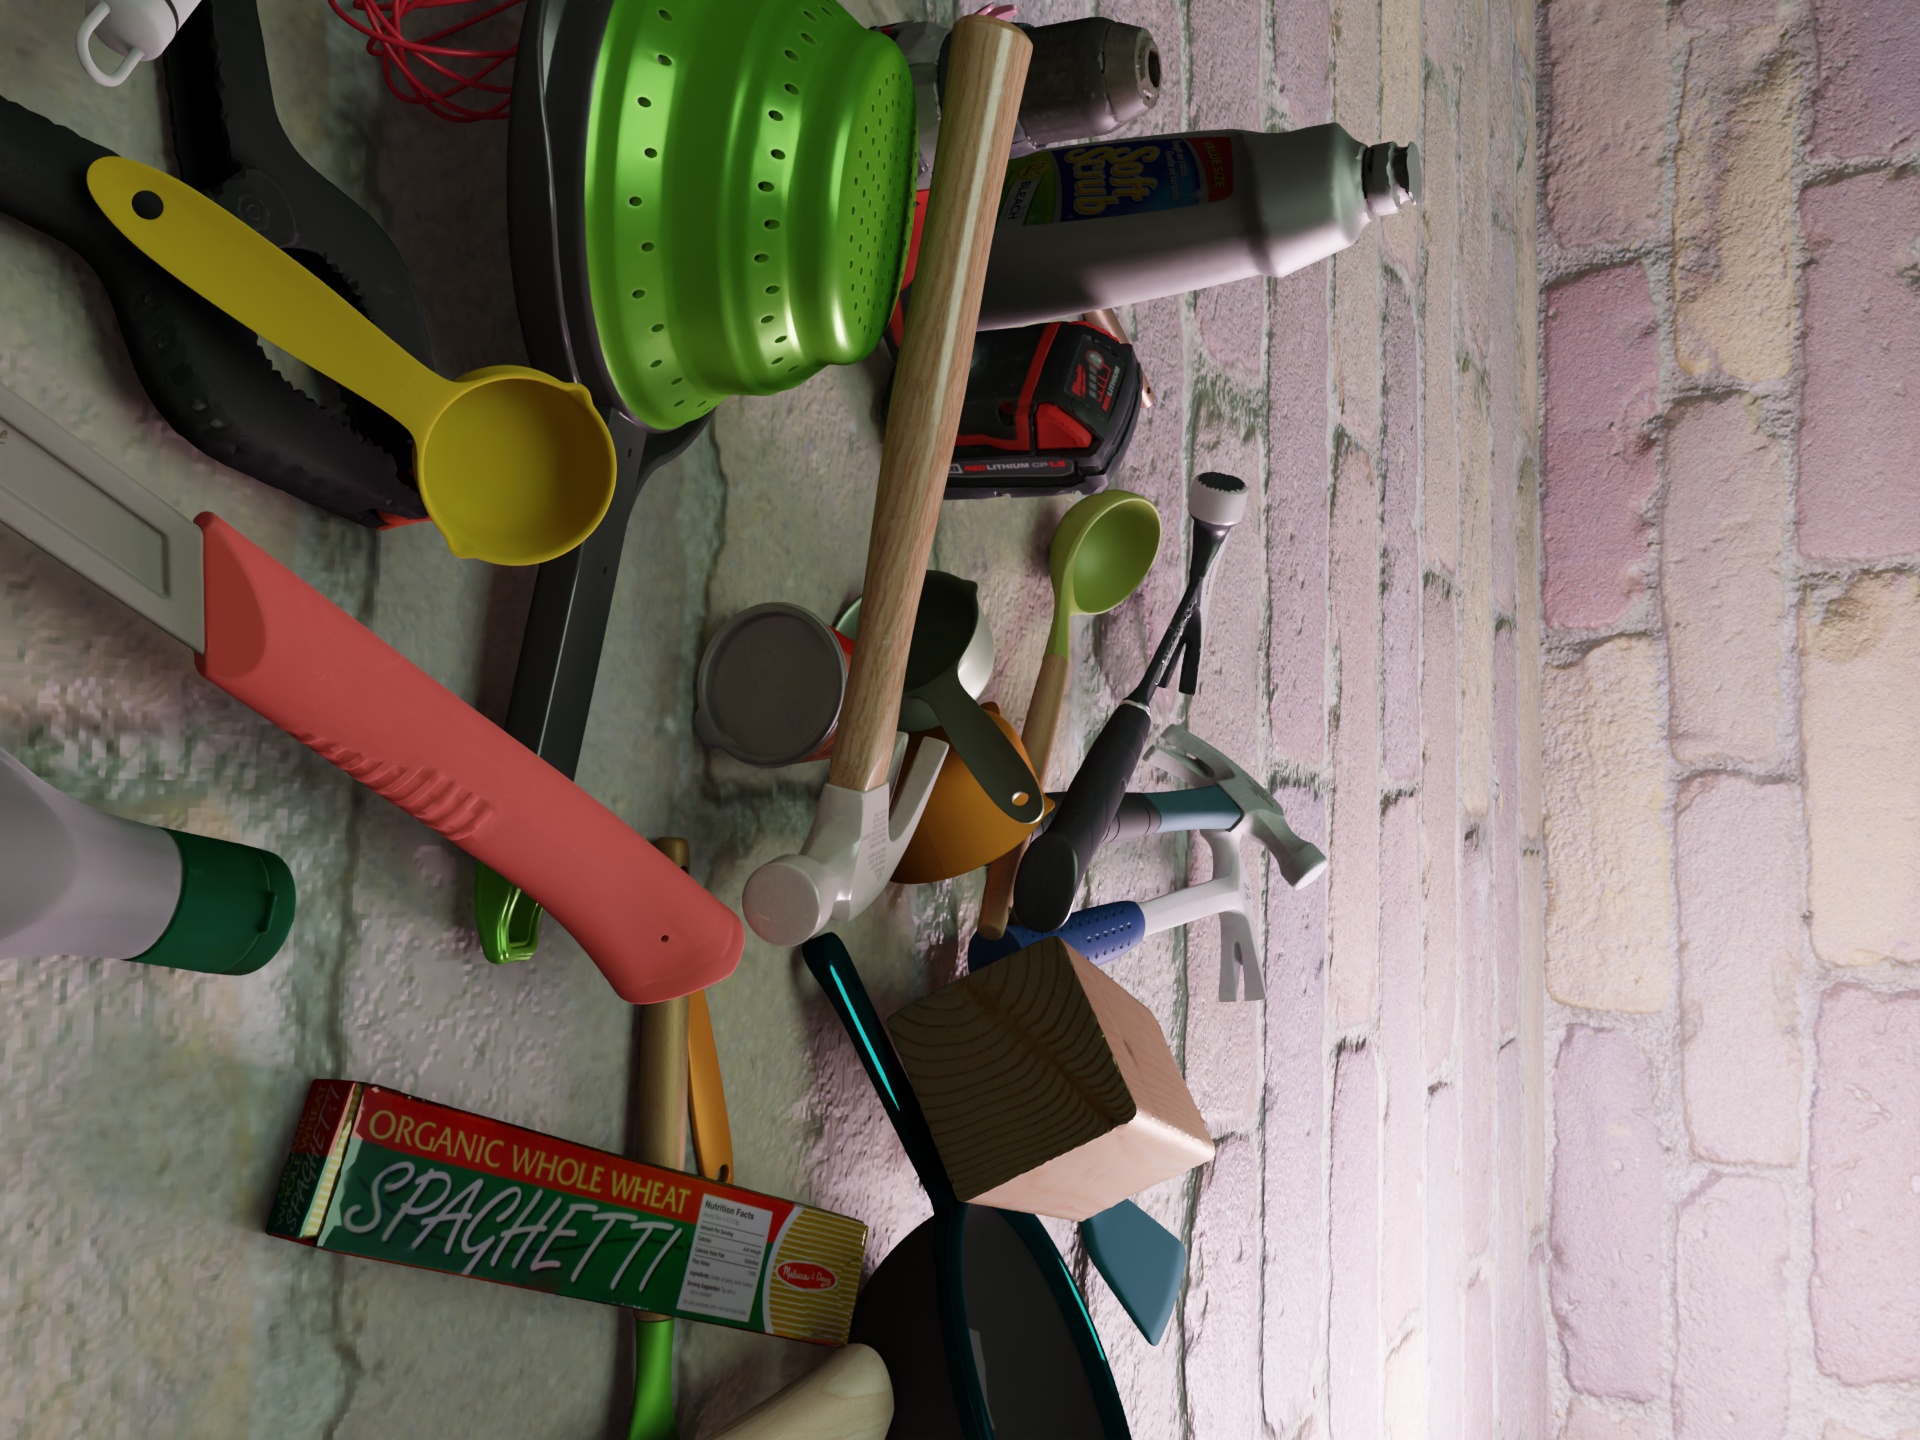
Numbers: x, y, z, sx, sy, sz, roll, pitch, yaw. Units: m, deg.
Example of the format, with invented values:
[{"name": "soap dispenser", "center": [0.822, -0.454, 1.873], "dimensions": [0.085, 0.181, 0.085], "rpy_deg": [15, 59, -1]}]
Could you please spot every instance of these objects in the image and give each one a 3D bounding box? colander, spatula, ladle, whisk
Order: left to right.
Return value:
[{"name": "whisk", "center": [-0.127, -0.281, 0.581], "dimensions": [0.296, 0.073, 0.073], "rpy_deg": [-60, 139, -51]}, {"name": "colander", "center": [-0.086, -0.106, 0.552], "dimensions": [0.204, 0.094, 0.397], "rpy_deg": [30, 70, -81]}, {"name": "ladle", "center": [0.059, -0.012, 0.856], "dimensions": [0.078, 0.062, 0.320], "rpy_deg": [81, 18, -45]}, {"name": "spatula", "center": [0.072, 0.218, 0.926], "dimensions": [0.082, 0.044, 0.317], "rpy_deg": [-51, 131, -55]}]

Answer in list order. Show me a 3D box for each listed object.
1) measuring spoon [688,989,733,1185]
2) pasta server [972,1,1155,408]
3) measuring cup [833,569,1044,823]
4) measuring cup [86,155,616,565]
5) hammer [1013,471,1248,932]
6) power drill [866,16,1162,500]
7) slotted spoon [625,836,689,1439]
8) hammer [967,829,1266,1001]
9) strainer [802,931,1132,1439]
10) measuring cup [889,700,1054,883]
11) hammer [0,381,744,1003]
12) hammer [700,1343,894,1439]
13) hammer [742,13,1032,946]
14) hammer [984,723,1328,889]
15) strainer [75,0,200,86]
[{"name": "measuring spoon", "center": [-0.102, 0.145, 0.651], "dimensions": [0.021, 0.011, 0.117], "rpy_deg": [-21, 107, -59]}, {"name": "pasta server", "center": [0.063, -0.284, 0.935], "dimensions": [0.315, 0.040, 0.060], "rpy_deg": [48, 61, -51]}, {"name": "measuring cup", "center": [-0.001, -0.002, 0.707], "dimensions": [0.168, 0.083, 0.038], "rpy_deg": [54, -3, 41]}, {"name": "measuring cup", "center": [-0.166, -0.102, 0.444], "dimensions": [0.156, 0.029, 0.062], "rpy_deg": [37, 92, -31]}, {"name": "hammer", "center": [0.099, -0.007, 0.896], "dimensions": [0.409, 0.036, 0.149], "rpy_deg": [-55, 157, -57]}, {"name": "power drill", "center": [0.017, -0.204, 0.705], "dimensions": [0.226, 0.188, 0.080], "rpy_deg": [60, 40, -47]}, {"name": "slotted spoon", "center": [-0.116, 0.202, 0.612], "dimensions": [0.070, 0.031, 0.314], "rpy_deg": [12, 77, -58]}, {"name": "hammer", "center": [0.111, 0.128, 0.971], "dimensions": [0.405, 0.035, 0.144], "rpy_deg": [-1, 81, -63]}, {"name": "strainer", "center": [-0.023, 0.266, 0.723], "dimensions": [0.340, 0.095, 0.211], "rpy_deg": [65, 12, 0]}, {"name": "measuring cup", "center": [-0.004, 0.012, 0.781], "dimensions": [0.174, 0.095, 0.052], "rpy_deg": [-75, 146, -62]}, {"name": "hammer", "center": [-0.171, -0.021, 0.436], "dimensions": [0.149, 0.037, 0.358], "rpy_deg": [-55, 136, -11]}, {"name": "hammer", "center": [-0.157, 0.280, 0.487], "dimensions": [0.410, 0.038, 0.146], "rpy_deg": [-10, 96, -55]}, {"name": "hammer", "center": [-0.018, -0.087, 0.596], "dimensions": [0.130, 0.031, 0.331], "rpy_deg": [-23, 125, -72]}, {"name": "hammer", "center": [0.102, 0.056, 0.943], "dimensions": [0.330, 0.128, 0.033], "rpy_deg": [1, 133, -53]}, {"name": "strainer", "center": [-0.184, -0.256, 0.448], "dimensions": [0.086, 0.050, 0.259], "rpy_deg": [76, 20, -53]}]
